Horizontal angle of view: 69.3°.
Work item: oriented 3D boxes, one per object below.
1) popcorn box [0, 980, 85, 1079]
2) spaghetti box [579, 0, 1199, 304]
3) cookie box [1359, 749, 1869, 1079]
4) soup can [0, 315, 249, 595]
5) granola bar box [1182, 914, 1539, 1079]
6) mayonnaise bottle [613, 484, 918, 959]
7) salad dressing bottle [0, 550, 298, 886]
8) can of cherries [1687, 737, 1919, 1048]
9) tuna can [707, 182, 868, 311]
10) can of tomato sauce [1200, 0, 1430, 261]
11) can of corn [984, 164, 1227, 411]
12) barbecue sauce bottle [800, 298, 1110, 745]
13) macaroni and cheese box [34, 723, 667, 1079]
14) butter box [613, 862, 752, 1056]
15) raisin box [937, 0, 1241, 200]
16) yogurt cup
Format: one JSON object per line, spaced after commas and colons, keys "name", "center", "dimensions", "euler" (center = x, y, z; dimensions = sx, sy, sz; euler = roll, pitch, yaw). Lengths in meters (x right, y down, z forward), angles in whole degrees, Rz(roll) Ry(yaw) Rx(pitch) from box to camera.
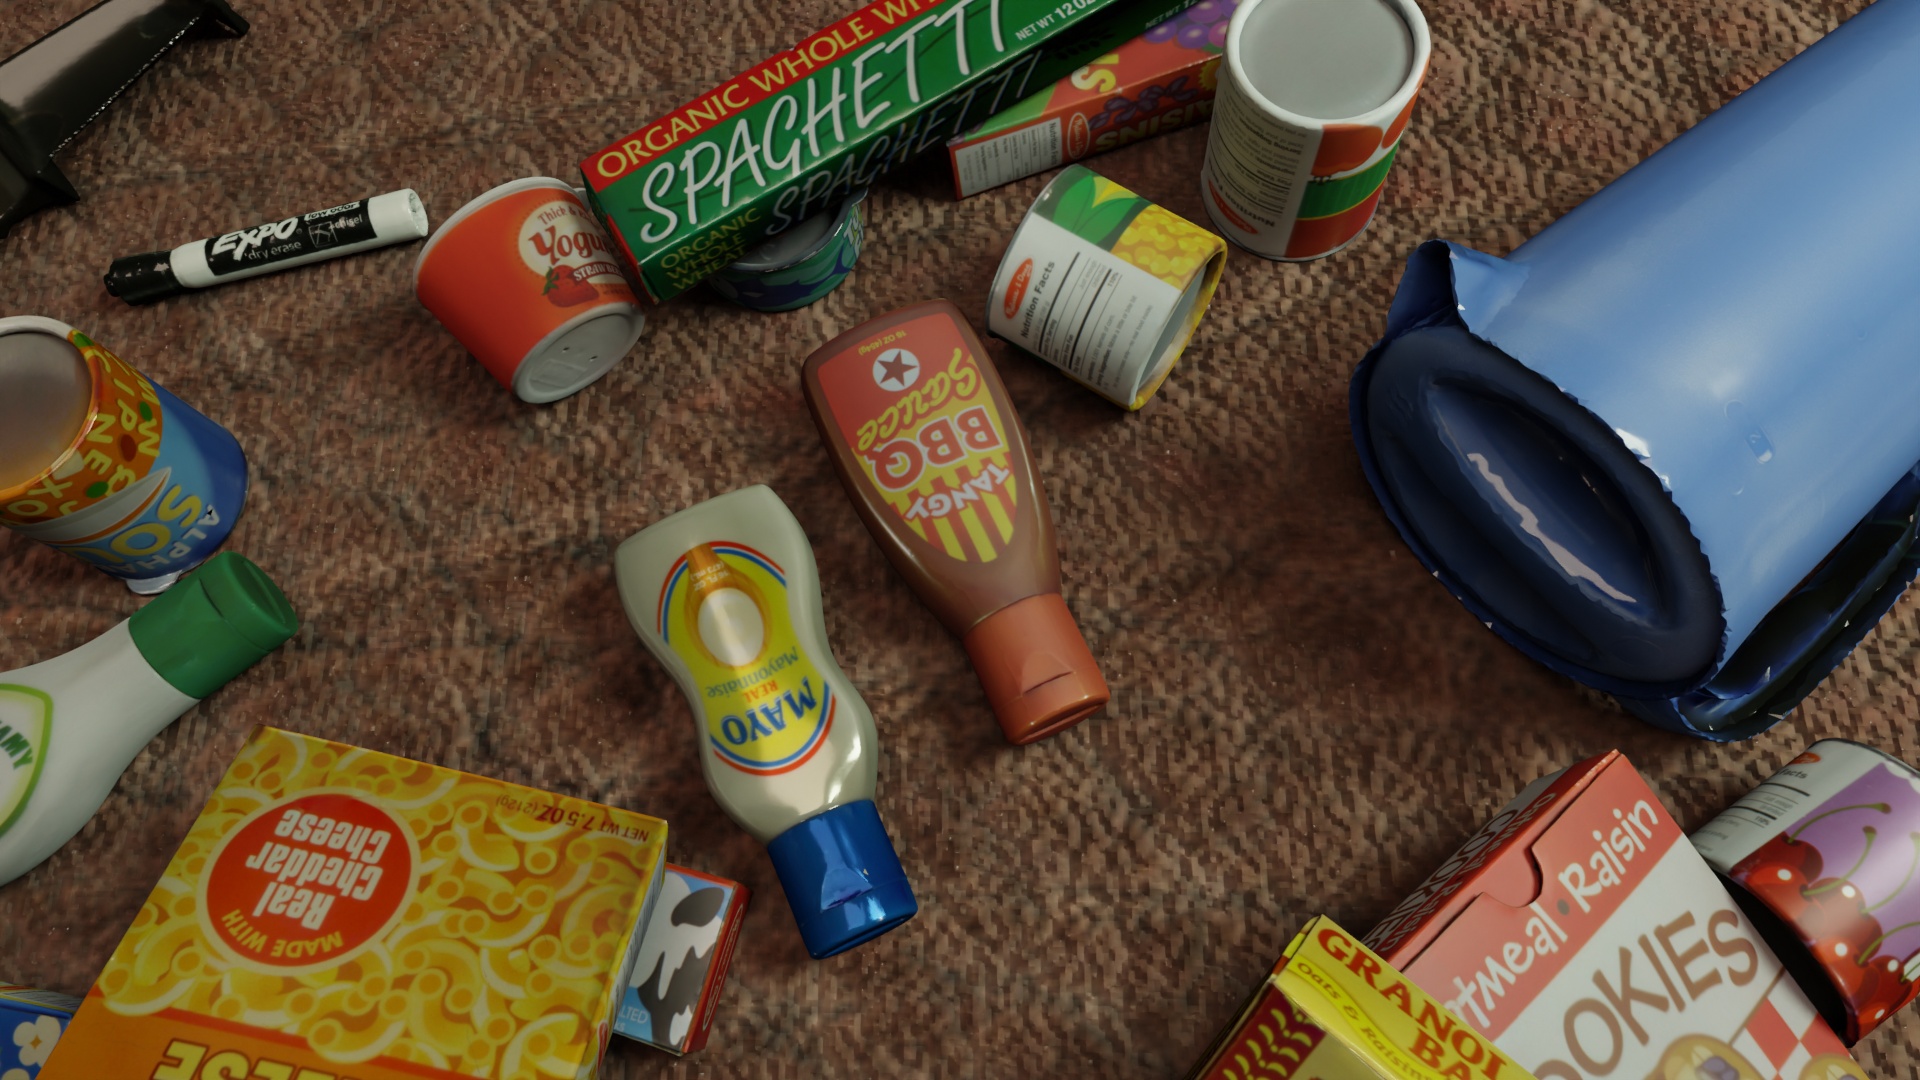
{"name": "popcorn box", "center": [-0.317, 0.199, 0.419], "dimensions": [0.085, 0.038, 0.127], "euler": [9, 72, 6]}
{"name": "spaghetti box", "center": [-0.013, -0.165, 0.484], "dimensions": [0.250, 0.028, 0.050], "euler": [-31, 71, -6]}
{"name": "cookie box", "center": [0.180, 0.157, 0.360], "dimensions": [0.123, 0.040, 0.167], "euler": [-29, 79, -31]}
{"name": "soup can", "center": [-0.296, -0.026, 0.470], "dimensions": [0.071, 0.083, 0.071], "euler": [-1, 72, 4]}
{"name": "granola bar box", "center": [0.086, 0.190, 0.324], "dimensions": [0.124, 0.039, 0.164], "euler": [37, 117, 19]}
{"name": "mayonnaise bottle", "center": [-0.059, 0.057, 0.447], "dimensions": [0.065, 0.041, 0.148], "euler": [-24, 71, -6]}
{"name": "salad dressing bottle", "center": [-0.295, 0.060, 0.462], "dimensions": [0.148, 0.044, 0.064], "euler": [-37, 75, -8]}
{"name": "can of cherries", "center": [0.250, 0.102, 0.396], "dimensions": [0.058, 0.071, 0.071], "euler": [-33, 72, -7]}
{"name": "tuna can", "center": [-0.067, -0.121, 0.512], "dimensions": [0.071, 0.032, 0.071], "euler": [-1, 71, 4]}
{"name": "can of tomato sauce", "center": [0.121, -0.148, 0.481], "dimensions": [0.071, 0.083, 0.071], "euler": [-1, 72, 4]}
{"name": "can of corn", "center": [0.051, -0.087, 0.477], "dimensions": [0.058, 0.071, 0.071], "euler": [31, 76, 13]}
{"name": "barbecue sauce bottle", "center": [0.002, -0.006, 0.463], "dimensions": [0.065, 0.043, 0.149], "euler": [-24, 72, -5]}
{"name": "macaroni and cheese box", "center": [-0.159, 0.138, 0.357], "dimensions": [0.124, 0.040, 0.167], "euler": [14, 47, -1]}
{"name": "butter box", "center": [-0.123, 0.121, 0.439], "dimensions": [0.103, 0.024, 0.053], "euler": [14, 73, 9]}
{"name": "raisin box", "center": [0.042, -0.190, 0.525], "dimensions": [0.123, 0.040, 0.086], "euler": [-19, 70, -1]}
{"name": "yogurt cup", "center": [-0.149, -0.085, 0.491], "dimensions": [0.072, 0.072, 0.054], "euler": [-37, 81, -8]}
